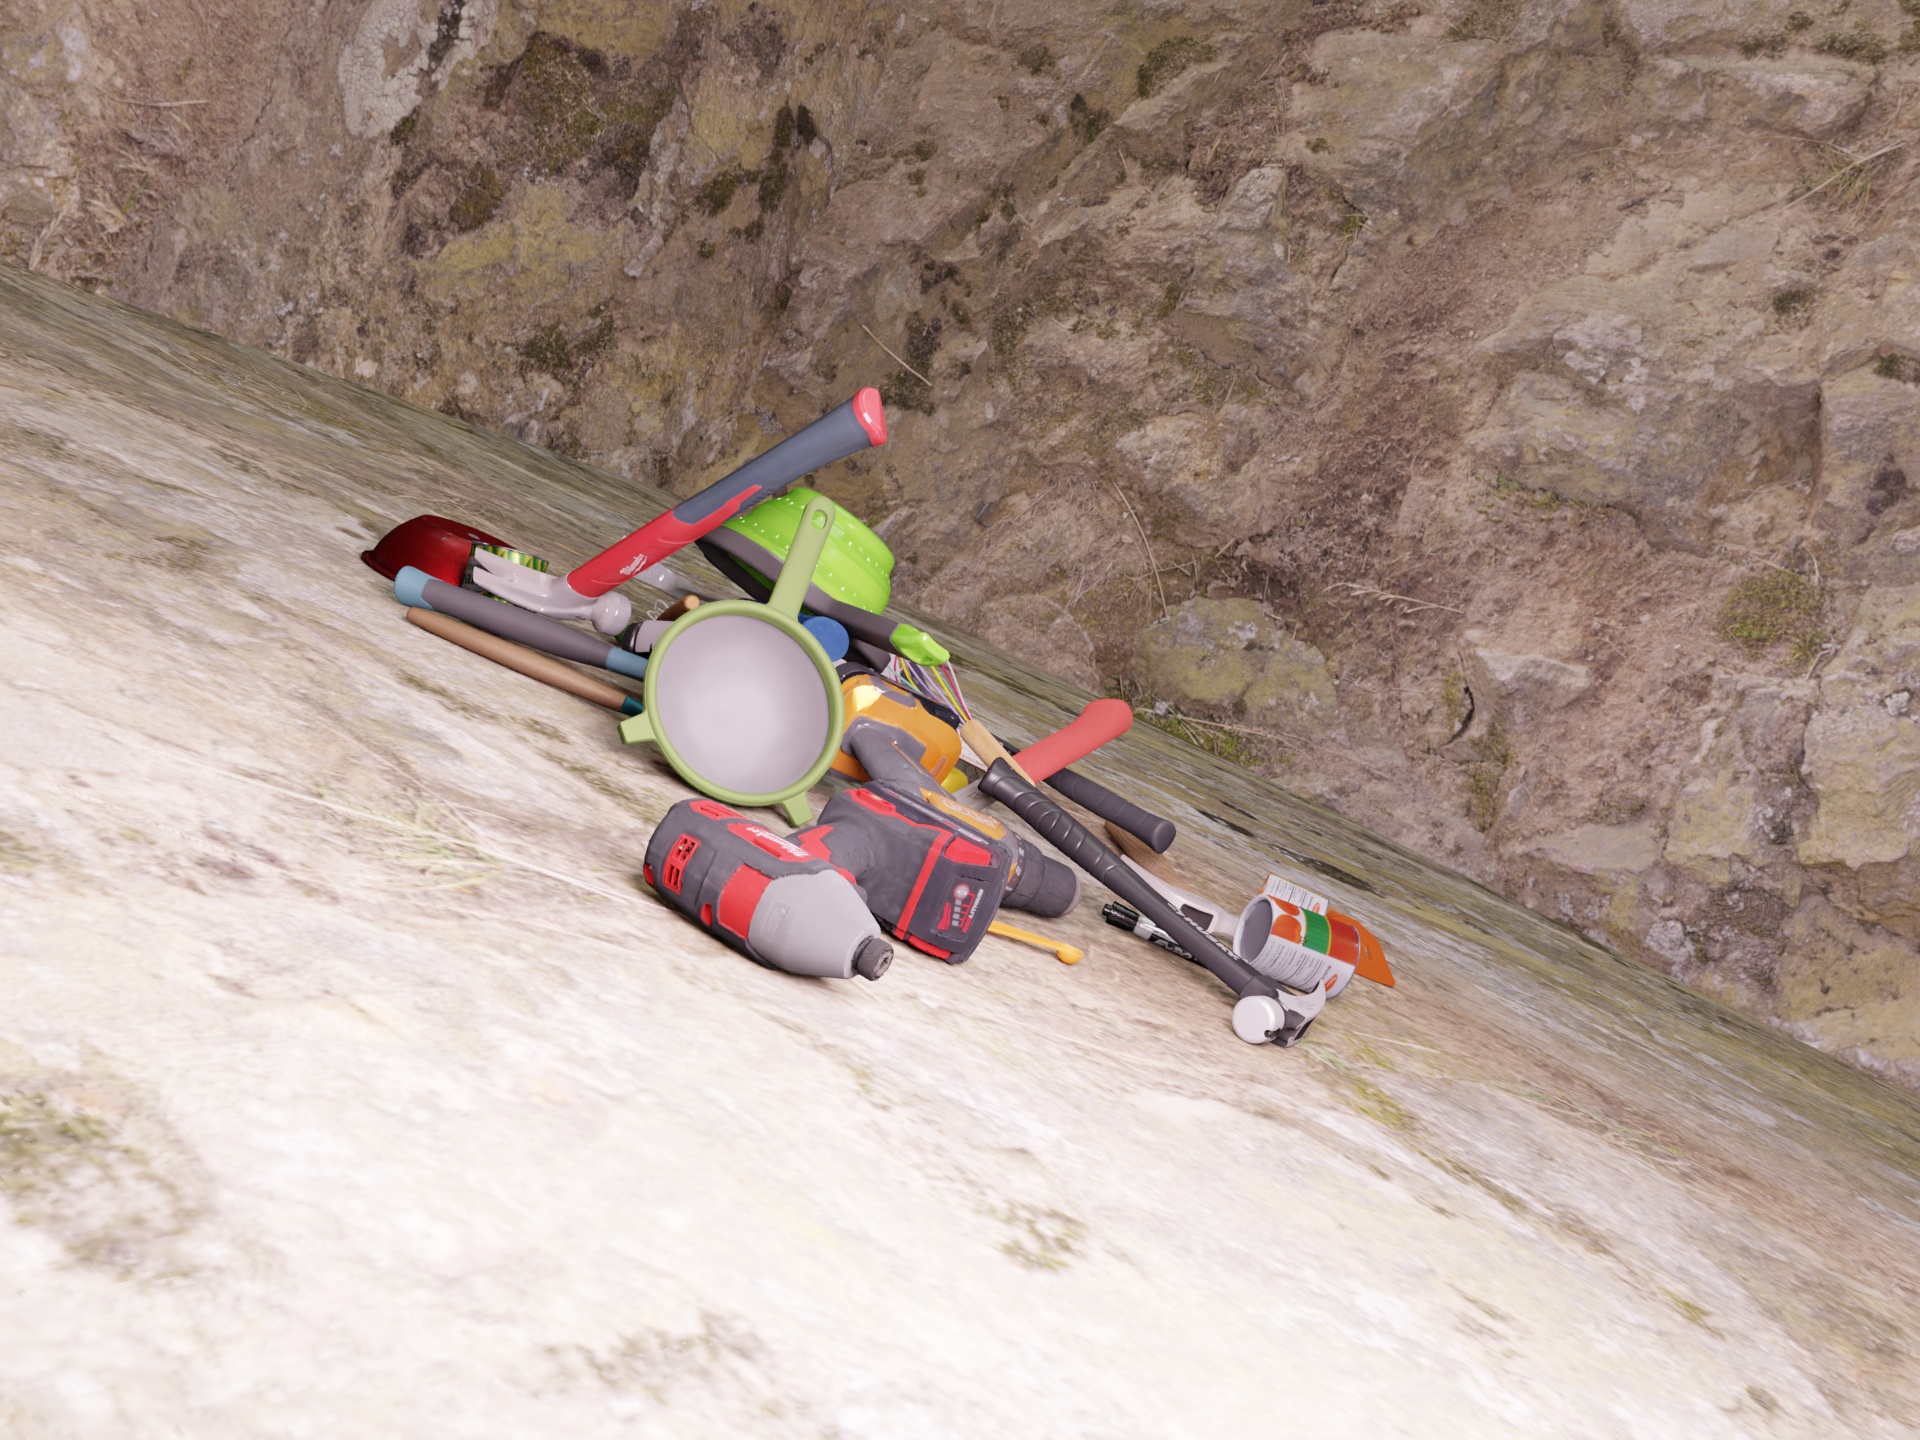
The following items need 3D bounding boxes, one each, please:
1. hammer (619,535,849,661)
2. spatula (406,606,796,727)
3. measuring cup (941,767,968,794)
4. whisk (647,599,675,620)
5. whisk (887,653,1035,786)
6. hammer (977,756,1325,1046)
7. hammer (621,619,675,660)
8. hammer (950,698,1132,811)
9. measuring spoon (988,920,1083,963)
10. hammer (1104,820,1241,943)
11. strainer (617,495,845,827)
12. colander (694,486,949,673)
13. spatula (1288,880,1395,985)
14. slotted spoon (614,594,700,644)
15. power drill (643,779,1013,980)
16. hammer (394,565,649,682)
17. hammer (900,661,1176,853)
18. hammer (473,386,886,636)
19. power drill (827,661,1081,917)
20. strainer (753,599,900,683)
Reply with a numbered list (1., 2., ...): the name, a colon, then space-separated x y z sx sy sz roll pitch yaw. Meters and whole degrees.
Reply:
1. hammer: -0.198 -0.099 1.389 0.144 0.035 0.406 31 -4 -28
2. spatula: -0.278 -0.032 1.230 0.317 0.044 0.082 22 -13 2
3. measuring cup: -0.045 0.048 1.447 0.062 0.029 0.156 28 6 31
4. whisk: -0.246 -0.058 1.544 0.058 0.059 0.247 -23 36 -24
5. whisk: -0.003 -0.006 1.398 0.051 0.047 0.245 13 24 -38
6. hammer: 0.137 0.130 1.218 0.335 0.035 0.146 39 15 30
7. hammer: -0.136 -0.016 1.415 0.127 0.034 0.336 4 -16 42
8. hammer: 0.075 0.043 1.433 0.149 0.036 0.359 26 26 24
9. measuring spoon: 0.028 0.145 1.071 0.117 0.011 0.021 18 8 -14
10. hammer: 0.184 0.139 1.525 0.130 0.031 0.331 23 7 -10
11. strainer: -0.149 -0.051 1.168 0.151 0.256 0.069 28 -28 -20
12. colander: -0.088 -0.119 1.310 0.204 0.094 0.397 40 -8 -29
13. spatula: 0.382 0.212 1.678 0.081 0.041 0.322 24 3 -4
14. slotted spoon: -0.265 -0.085 1.412 0.070 0.031 0.314 18 -9 -17
15. power drill: -0.062 0.093 0.894 0.143 0.078 0.219 27 10 23
16. hammer: -0.297 -0.054 1.290 0.331 0.033 0.128 20 -15 -1
17. hammer: 0.073 0.040 1.593 0.409 0.036 0.149 30 -17 51
18. hammer: -0.213 -0.164 1.224 0.386 0.038 0.143 -23 -31 36
19. power drill: -0.014 0.060 1.199 0.185 0.084 0.226 26 17 -32
20. strainer: -0.129 -0.075 1.572 0.211 0.095 0.340 10 2 -21
